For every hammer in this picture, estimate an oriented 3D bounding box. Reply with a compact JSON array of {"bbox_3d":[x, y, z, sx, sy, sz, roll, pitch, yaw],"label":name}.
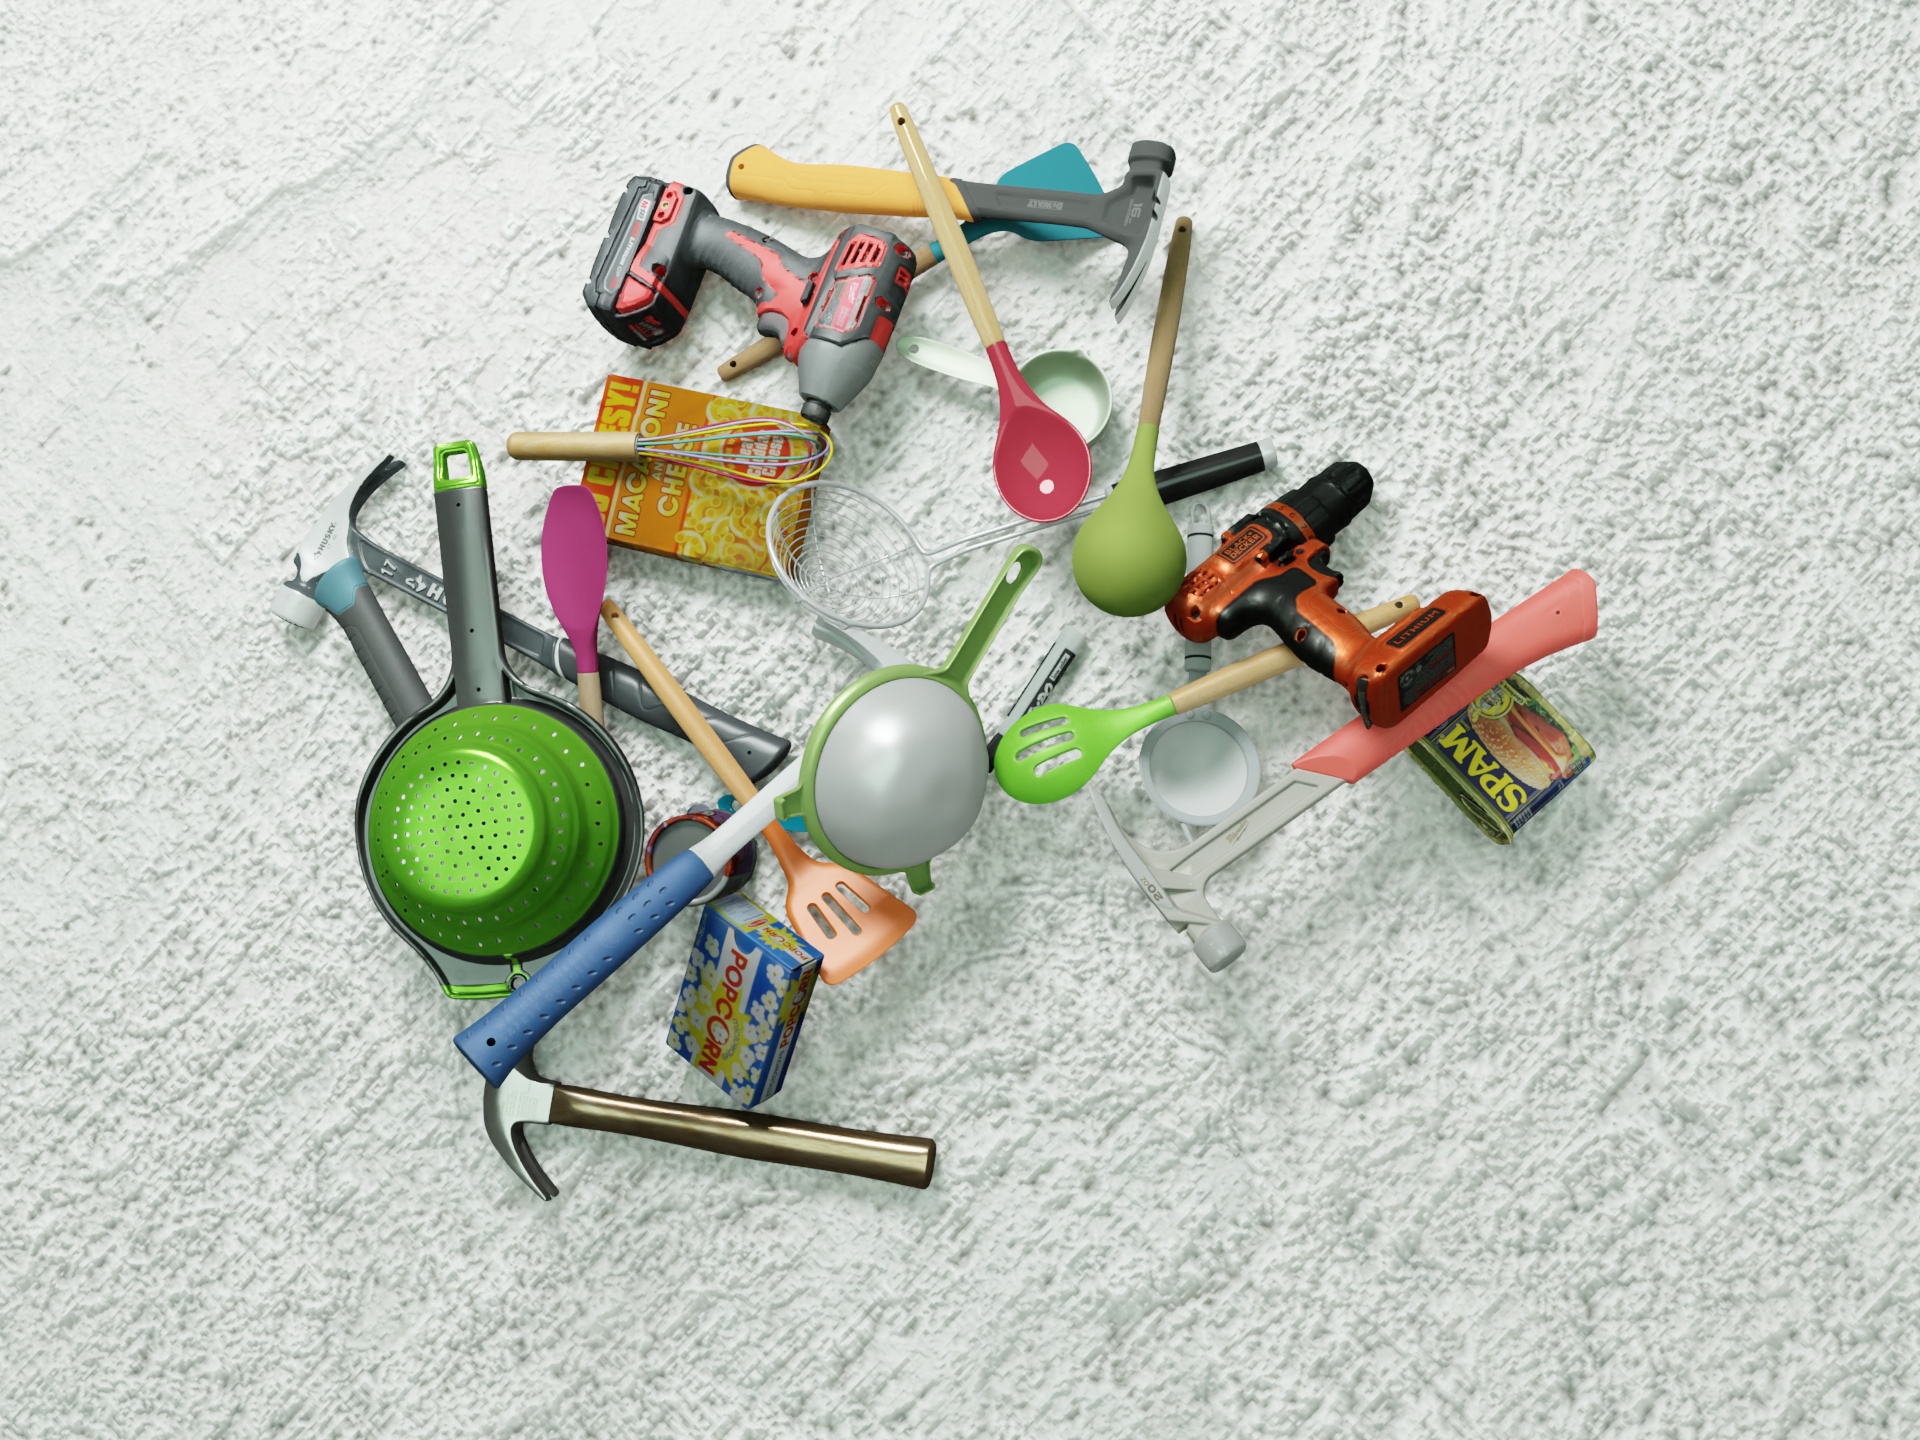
[{"bbox_3d":[-0.183,0.295,1.142,0.331,0.031,0.130,8,85,7],"label":"hammer"},{"bbox_3d":[0.266,0.007,1.061,0.359,0.036,0.149,-35,69,0],"label":"hammer"},{"bbox_3d":[-0.171,0.086,1.075,0.144,0.035,0.405,45,66,6],"label":"hammer"},{"bbox_3d":[-0.311,-0.060,1.189,0.409,0.036,0.149,26,88,8],"label":"hammer"},{"bbox_3d":[-0.020,-0.371,1.151,0.337,0.034,0.127,13,81,19],"label":"hammer"},{"bbox_3d":[-0.379,0.033,1.161,0.128,0.033,0.331,-30,88,15],"label":"hammer"}]

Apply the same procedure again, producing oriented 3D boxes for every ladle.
[{"bbox_3d":[0.136,-0.219,1.119,0.078,0.062,0.320,7,66,12],"label":"ladle"},{"bbox_3d":[0.013,-0.284,1.103,0.069,0.031,0.315,-22,87,10],"label":"ladle"}]

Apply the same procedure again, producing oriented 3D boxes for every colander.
[{"bbox_3d":[-0.337,-0.007,1.089,0.204,0.094,0.397,-8,85,1],"label":"colander"}]

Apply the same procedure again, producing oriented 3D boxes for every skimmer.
[{"bbox_3d":[0.047,-0.153,1.125,0.363,0.090,0.127,-16,63,3],"label":"skimmer"}]

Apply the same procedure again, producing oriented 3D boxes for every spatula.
[{"bbox_3d":[-0.040,-0.330,1.189,0.317,0.044,0.082,-27,82,8],"label":"spatula"},{"bbox_3d":[-0.158,0.040,1.128,0.081,0.041,0.322,-36,85,-18],"label":"spatula"}]

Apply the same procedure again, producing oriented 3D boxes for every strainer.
[{"bbox_3d":[-0.002,-0.003,1.071,0.069,0.151,0.256,26,83,52],"label":"strainer"},{"bbox_3d":[0.169,-0.031,1.128,0.087,0.050,0.258,4,79,-5],"label":"strainer"}]

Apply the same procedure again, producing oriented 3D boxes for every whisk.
[{"bbox_3d":[-0.211,-0.194,1.144,0.245,0.051,0.047,2,91,10],"label":"whisk"}]

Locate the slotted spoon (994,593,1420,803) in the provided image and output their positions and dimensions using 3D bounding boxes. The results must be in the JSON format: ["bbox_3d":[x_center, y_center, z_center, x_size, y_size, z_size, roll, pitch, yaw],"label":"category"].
[{"bbox_3d":[0.168,-0.023,1.093,0.314,0.031,0.070,-22,64,1],"label":"slotted spoon"}]

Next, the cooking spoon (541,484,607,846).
[{"bbox_3d":[-0.267,-0.009,1.150,0.069,0.017,0.319,3,100,34],"label":"cooking spoon"}]

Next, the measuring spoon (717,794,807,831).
[{"bbox_3d":[-0.116,0.070,1.166,0.128,0.021,0.042,10,101,16],"label":"measuring spoon"}]

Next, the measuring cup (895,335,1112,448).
[{"bbox_3d":[0.032,-0.245,1.165,0.167,0.038,0.083,22,88,10],"label":"measuring cup"}]

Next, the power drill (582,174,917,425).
[{"bbox_3d":[-0.152,-0.304,1.155,0.220,0.078,0.143,19,85,15],"label":"power drill"}]
